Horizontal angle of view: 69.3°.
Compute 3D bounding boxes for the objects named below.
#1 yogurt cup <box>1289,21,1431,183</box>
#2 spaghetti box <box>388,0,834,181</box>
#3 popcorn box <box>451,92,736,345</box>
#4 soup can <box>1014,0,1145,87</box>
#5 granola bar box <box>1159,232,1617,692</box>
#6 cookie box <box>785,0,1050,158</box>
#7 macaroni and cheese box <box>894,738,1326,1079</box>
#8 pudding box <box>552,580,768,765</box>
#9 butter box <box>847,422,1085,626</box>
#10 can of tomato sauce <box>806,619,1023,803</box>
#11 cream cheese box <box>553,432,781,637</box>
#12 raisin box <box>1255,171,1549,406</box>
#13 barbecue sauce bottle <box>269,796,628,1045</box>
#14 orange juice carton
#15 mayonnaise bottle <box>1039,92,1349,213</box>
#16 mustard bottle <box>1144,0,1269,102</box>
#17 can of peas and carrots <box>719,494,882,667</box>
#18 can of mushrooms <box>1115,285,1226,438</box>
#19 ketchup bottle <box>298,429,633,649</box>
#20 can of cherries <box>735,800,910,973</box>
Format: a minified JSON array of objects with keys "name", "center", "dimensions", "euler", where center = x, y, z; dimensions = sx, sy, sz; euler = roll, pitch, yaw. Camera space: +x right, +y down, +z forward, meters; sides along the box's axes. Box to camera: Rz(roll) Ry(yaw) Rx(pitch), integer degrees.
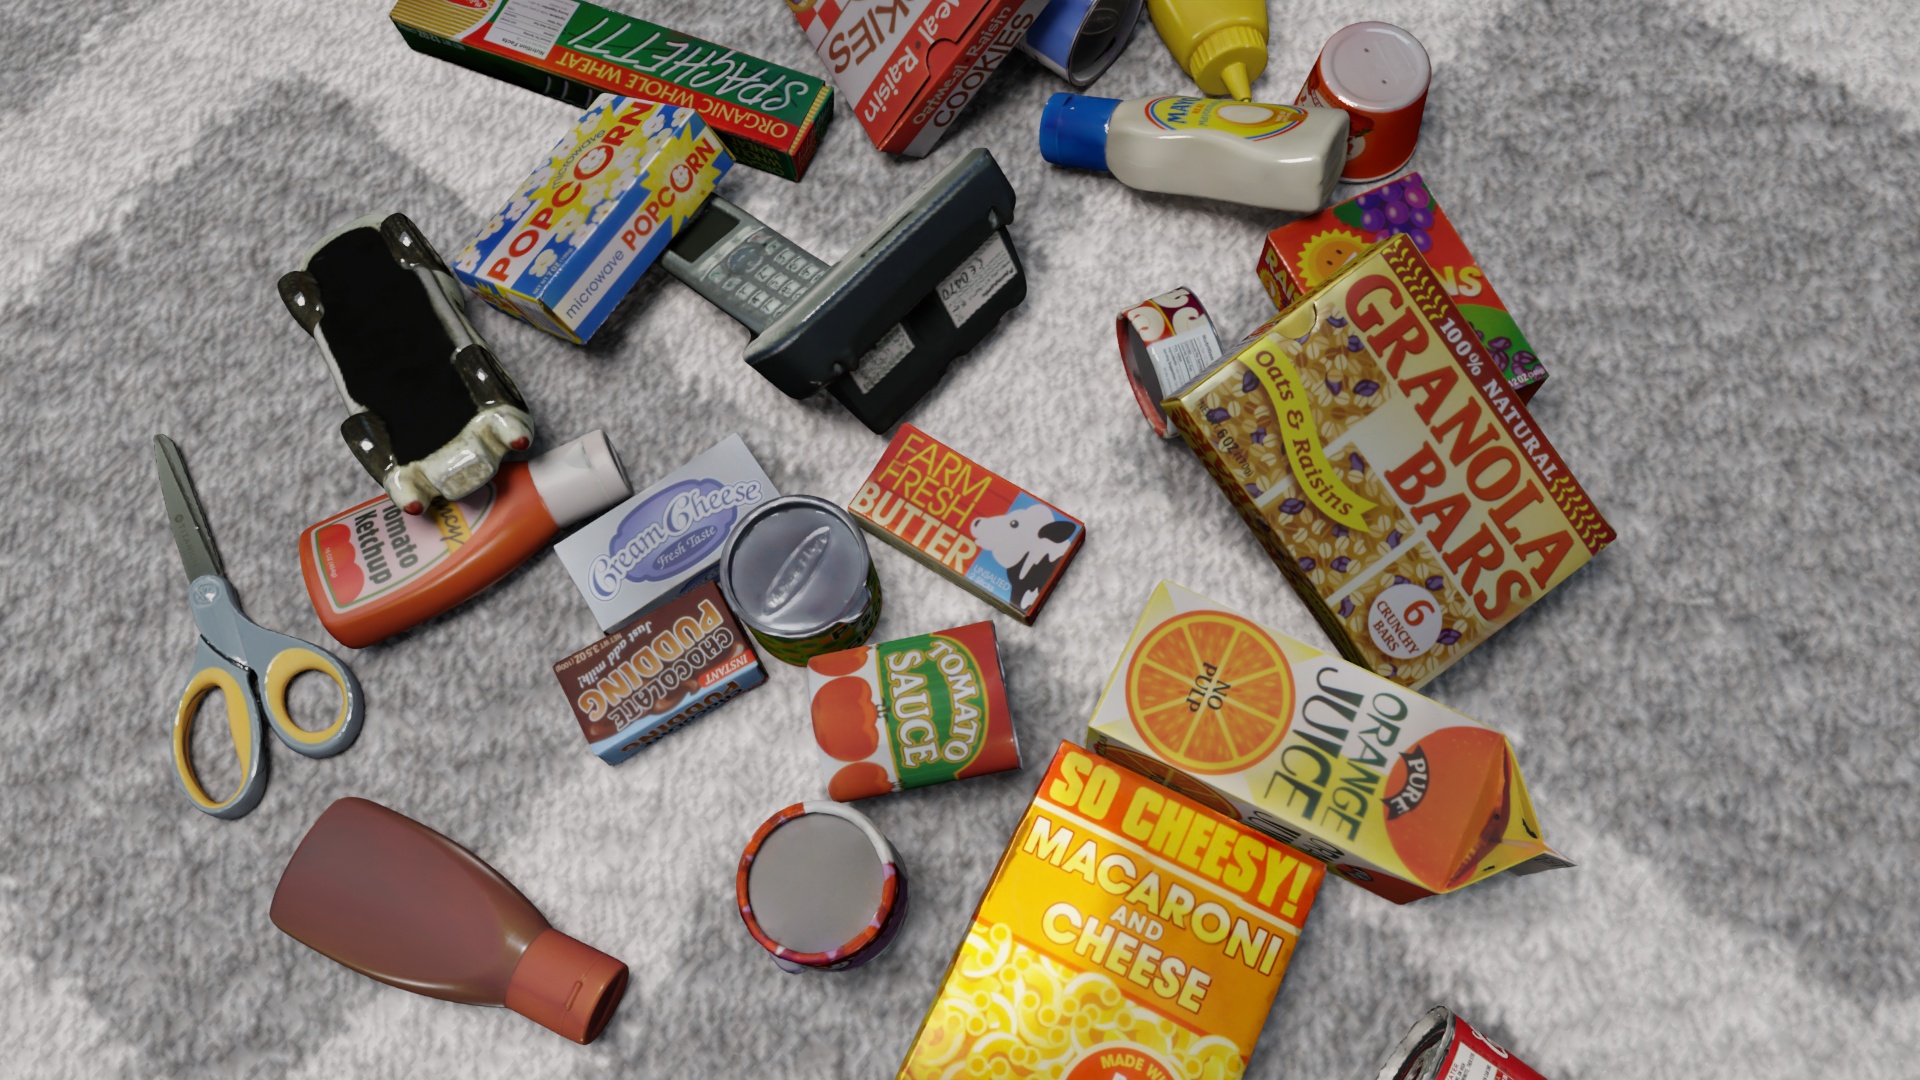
[{"name":"yogurt cup","center":[0.205,-0.224,0.706],"dimensions":[0.072,0.053,0.072],"euler":[-1,71,2]},{"name":"spaghetti box","center":[-0.189,-0.258,0.753],"dimensions":[0.250,0.028,0.050],"euler":[21,73,10]},{"name":"popcorn box","center":[-0.184,-0.164,0.698],"dimensions":[0.085,0.038,0.127],"euler":[23,71,40]},{"name":"soup can","center":[0.047,-0.292,0.730],"dimensions":[0.084,0.071,0.071],"euler":[38,77,15]},{"name":"granola bar box","center":[0.187,-0.031,0.609],"dimensions":[0.124,0.039,0.165],"euler":[-37,94,-4]},{"name":"cookie box","center":[-0.035,-0.302,0.716],"dimensions":[0.122,0.040,0.168],"euler":[-44,67,36]},{"name":"macaroni and cheese box","center":[0.060,0.185,0.574],"dimensions":[0.124,0.040,0.167],"euler":[25,74,12]},{"name":"pudding box","center":[-0.136,0.061,0.635],"dimensions":[0.084,0.030,0.050],"euler":[-29,72,-7]},{"name":"butter box","center":[0.002,-0.008,0.655],"dimensions":[0.103,0.024,0.053],"euler":[31,76,13]},{"name":"can of tomato sauce","center":[-0.020,0.074,0.603],"dimensions":[0.083,0.071,0.071],"euler":[-11,70,0]},{"name":"cream cheese box","center":[-0.135,-0.001,0.661],"dimensions":[0.104,0.024,0.053],"euler":[-34,71,-9]},{"name":"raisin box","center":[0.210,-0.107,0.671],"dimensions":[0.086,0.040,0.123],"euler":[-24,72,-4]},{"name":"barbecue sauce bottle","center":[-0.216,0.167,0.595],"dimensions":[0.148,0.043,0.065],"euler":[23,74,10]},{"name":"orange juice carton","center":[0.154,0.095,0.585],"dimensions":[0.193,0.071,0.073],"euler":[25,74,12]},{"name":"mayonnaise bottle","center":[0.113,-0.198,0.693],"dimensions":[0.148,0.041,0.065],"euler":[14,44,22]},{"name":"mustard bottle","center":[0.131,-0.288,0.735],"dimensions":[0.065,0.048,0.160],"euler":[-14,70,0]},{"name":"can of peas and carrots","center":[-0.069,0.021,0.631],"dimensions":[0.071,0.058,0.071],"euler":[-1,71,3]},{"name":"can of mushrooms","center":[0.100,-0.084,0.657],"dimensions":[0.033,0.071,0.071],"euler":[-21,71,-3]},{"name":"ketchup bottle","center":[-0.231,-0.006,0.658],"dimensions":[0.149,0.043,0.065],"euler":[-25,63,-6]},{"name":"can of cherries","center":[-0.058,0.149,0.584],"dimensions":[0.071,0.058,0.072],"euler":[-1,70,3]}]
